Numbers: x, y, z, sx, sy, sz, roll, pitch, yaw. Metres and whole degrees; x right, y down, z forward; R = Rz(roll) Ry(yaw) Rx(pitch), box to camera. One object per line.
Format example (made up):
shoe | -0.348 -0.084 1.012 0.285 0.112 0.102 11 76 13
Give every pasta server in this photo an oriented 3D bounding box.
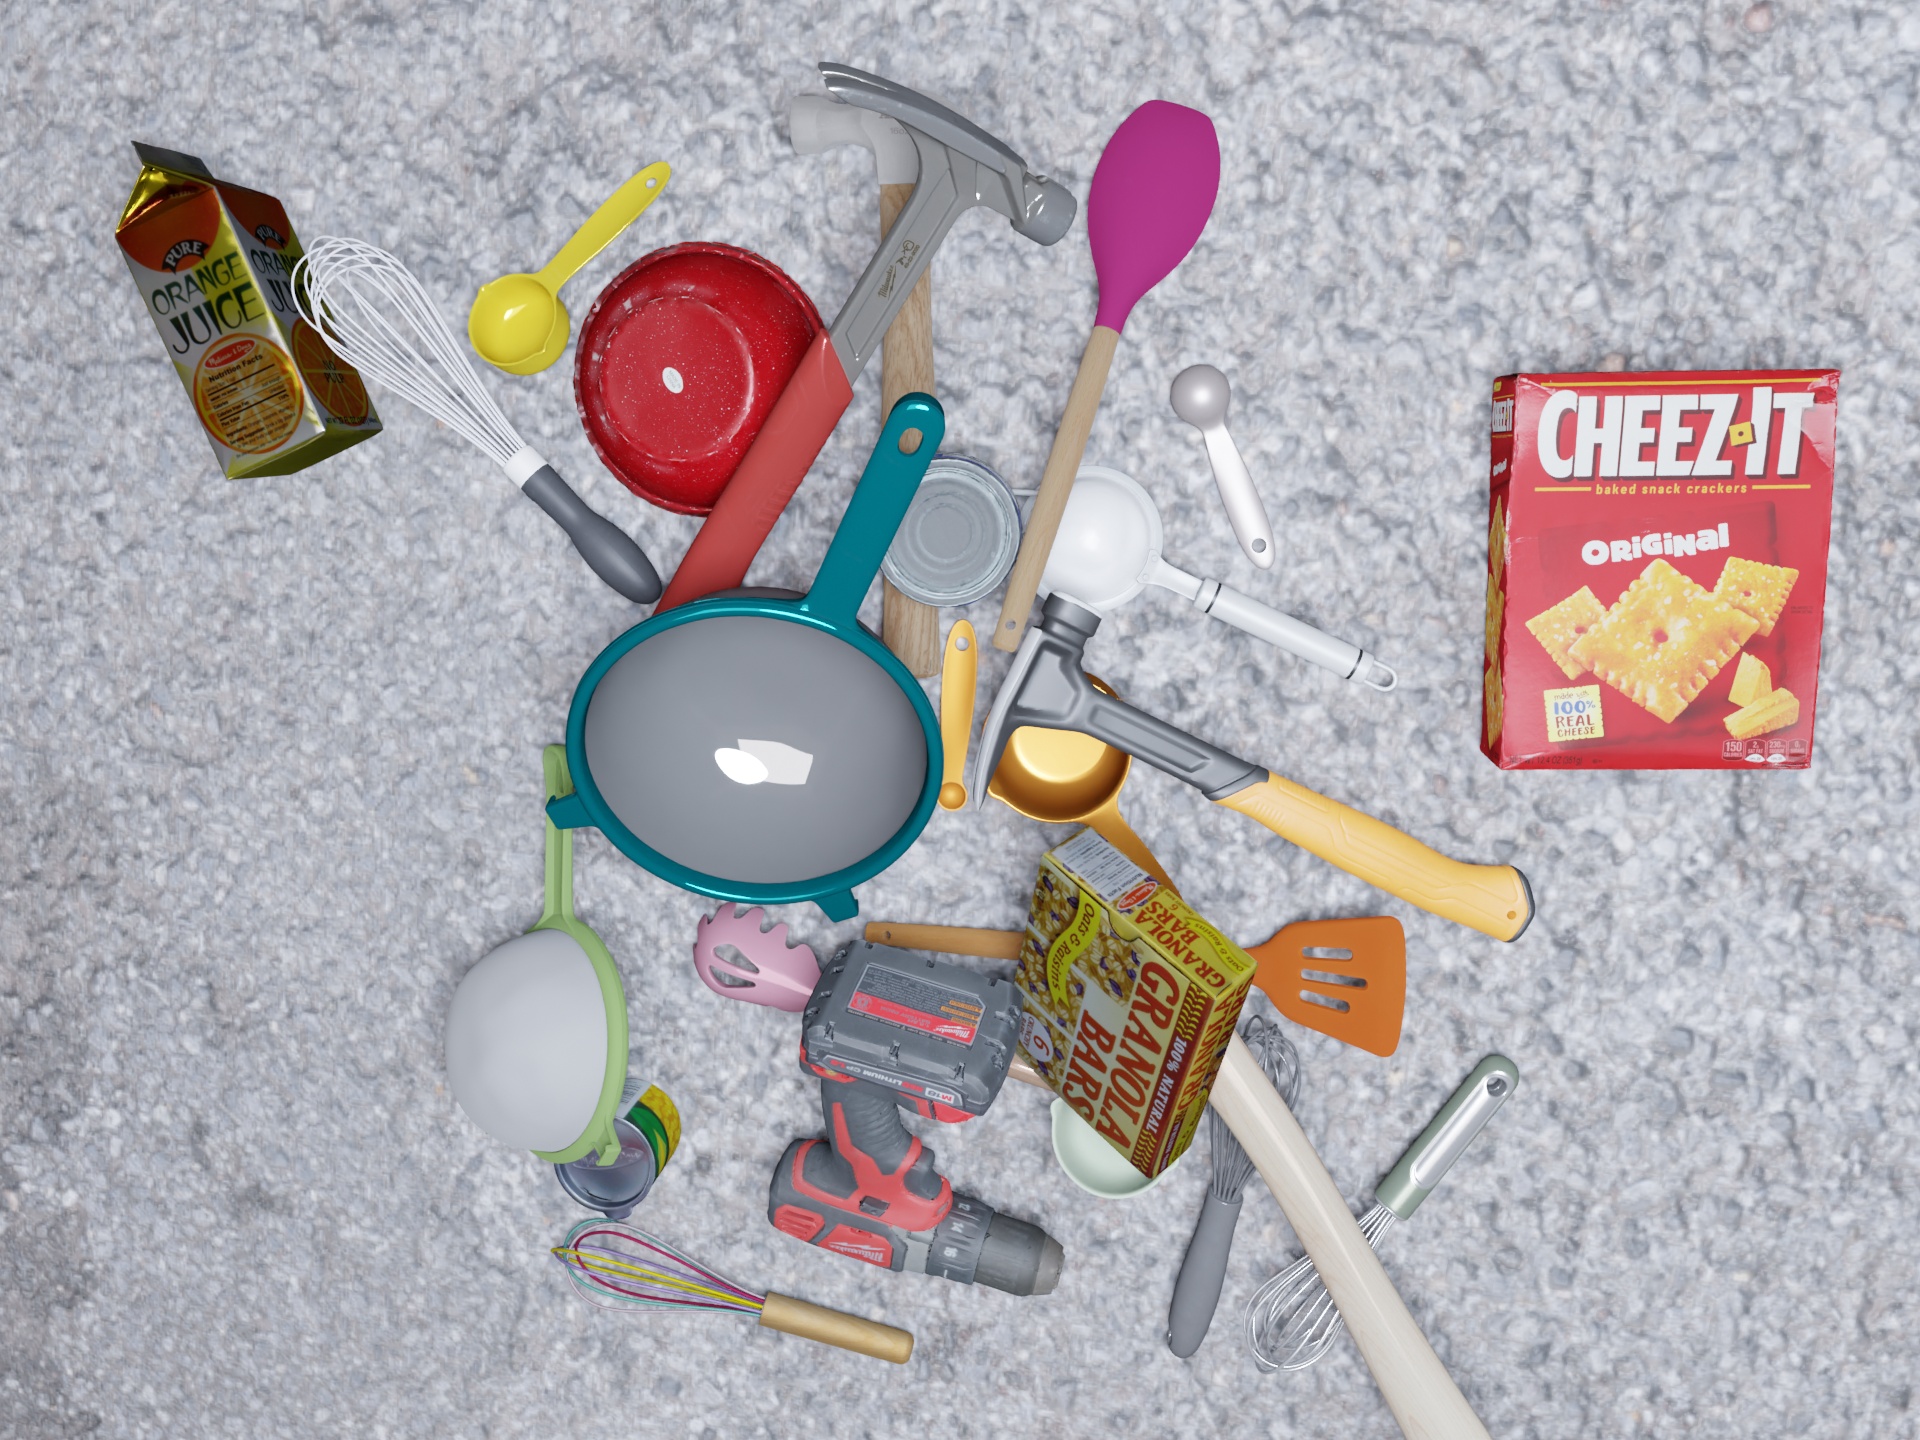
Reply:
pasta server | -0.023 0.186 0.970 0.316 0.040 0.060 18 103 9

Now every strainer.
strainer | 0.135 -0.077 0.912 0.258 0.050 0.087 25 89 -1
strainer | -0.268 0.142 0.968 0.151 0.069 0.256 -4 85 45
strainer | -0.088 -0.048 0.889 0.211 0.095 0.340 21 121 -14

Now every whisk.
whisk | 0.255 0.300 0.962 0.058 0.059 0.246 36 98 -2
whisk | -0.282 -0.174 0.946 0.070 0.070 0.284 -42 98 13
whisk | 0.161 0.290 0.976 0.055 0.055 0.239 13 107 5
whisk | -0.150 0.378 1.041 0.245 0.051 0.047 16 123 1

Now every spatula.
spatula | 0.097 0.142 0.948 0.322 0.041 0.081 4 92 12

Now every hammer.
hammer | -0.093 -0.169 0.869 0.149 0.037 0.359 19 124 -30
hammer | 0.219 0.290 0.903 0.146 0.038 0.410 -32 90 25
hammer | 0.173 0.053 0.897 0.336 0.034 0.127 25 95 -10
hammer | -0.028 -0.189 0.916 0.130 0.031 0.331 1 101 8

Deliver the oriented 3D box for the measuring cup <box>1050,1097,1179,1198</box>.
measuring cup | 0.113 0.209 0.975 0.083 0.038 0.167 22 86 14

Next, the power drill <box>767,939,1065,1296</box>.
power drill | -0.017 0.251 0.943 0.188 0.080 0.226 16 128 8

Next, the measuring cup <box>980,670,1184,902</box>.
measuring cup | 0.082 0.046 0.936 0.095 0.052 0.173 -34 96 12

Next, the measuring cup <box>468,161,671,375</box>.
measuring cup | -0.222 -0.265 0.935 0.156 0.029 0.062 -45 73 1

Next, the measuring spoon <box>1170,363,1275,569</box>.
measuring spoon | 0.153 -0.143 0.906 0.034 0.018 0.124 -22 98 11

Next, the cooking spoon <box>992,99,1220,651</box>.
cooking spoon | 0.073 -0.190 0.874 0.069 0.017 0.319 18 88 4

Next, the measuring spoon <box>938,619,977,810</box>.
measuring spoon | -0.002 -0.003 0.960 0.021 0.011 0.117 5 98 7
